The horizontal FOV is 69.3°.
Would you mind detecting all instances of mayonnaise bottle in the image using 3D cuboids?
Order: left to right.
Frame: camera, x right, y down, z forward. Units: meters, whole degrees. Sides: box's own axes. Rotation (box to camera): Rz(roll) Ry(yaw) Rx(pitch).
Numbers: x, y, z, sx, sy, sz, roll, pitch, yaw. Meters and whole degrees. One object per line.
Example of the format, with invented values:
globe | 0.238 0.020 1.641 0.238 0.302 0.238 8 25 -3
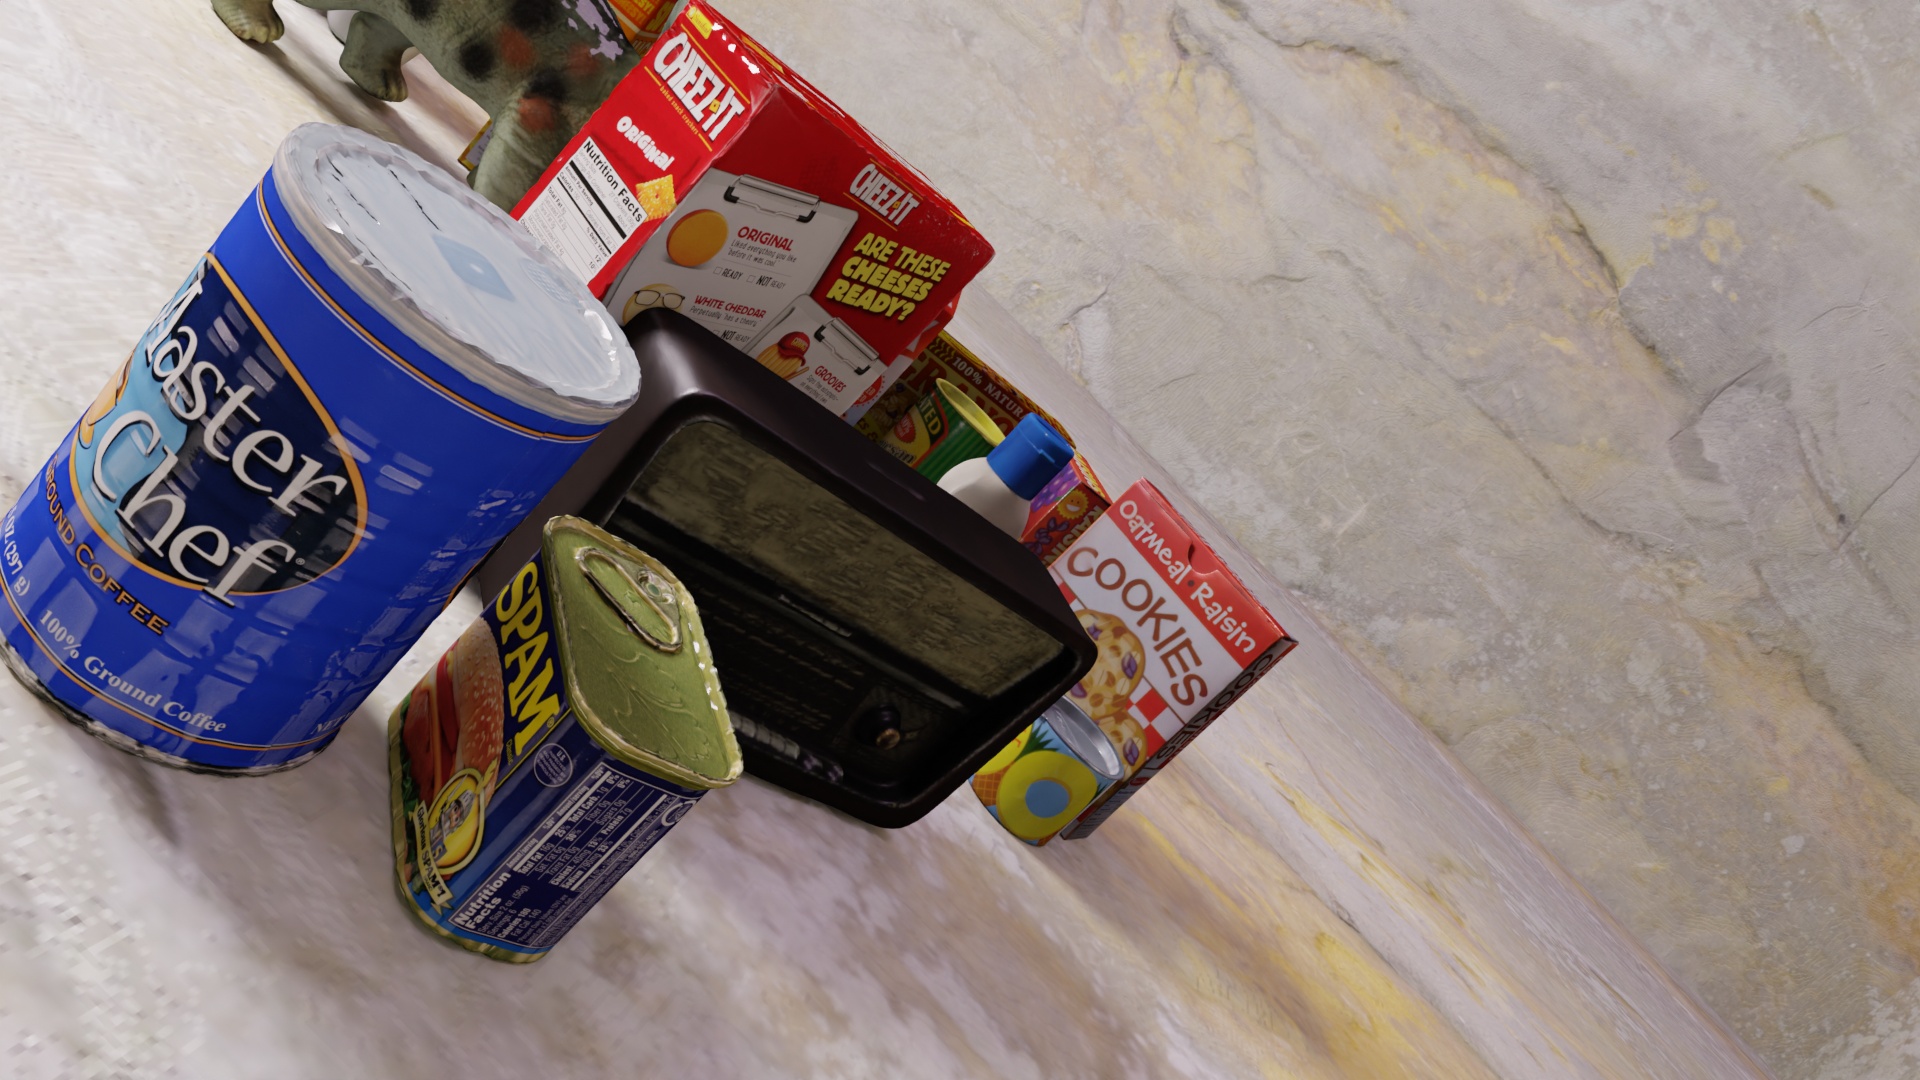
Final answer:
mayonnaise bottle | 0.003 -0.010 0.810 0.064 0.148 0.041 39 14 -22

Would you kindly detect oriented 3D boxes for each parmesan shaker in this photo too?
parmesan shaker | -0.026 -0.048 0.933 0.071 0.103 0.071 42 14 -12

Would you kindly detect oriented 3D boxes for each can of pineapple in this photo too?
can of pineapple | 0.042 0.118 0.739 0.071 0.057 0.071 42 14 -12

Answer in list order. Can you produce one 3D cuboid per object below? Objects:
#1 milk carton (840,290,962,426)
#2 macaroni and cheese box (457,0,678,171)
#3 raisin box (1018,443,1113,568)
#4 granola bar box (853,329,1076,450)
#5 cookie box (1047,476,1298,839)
milk carton | -0.072 -0.134 0.866 0.072 0.190 0.074 36 16 -32
macaroni and cheese box | -0.247 -0.305 0.912 0.040 0.166 0.124 41 14 -15
raisin box | 0.044 -0.007 0.971 0.040 0.123 0.086 39 15 -25
granola bar box | -0.018 -0.075 0.989 0.165 0.124 0.039 36 16 -33
cookie box | 0.086 0.067 0.785 0.123 0.167 0.040 51 15 25
